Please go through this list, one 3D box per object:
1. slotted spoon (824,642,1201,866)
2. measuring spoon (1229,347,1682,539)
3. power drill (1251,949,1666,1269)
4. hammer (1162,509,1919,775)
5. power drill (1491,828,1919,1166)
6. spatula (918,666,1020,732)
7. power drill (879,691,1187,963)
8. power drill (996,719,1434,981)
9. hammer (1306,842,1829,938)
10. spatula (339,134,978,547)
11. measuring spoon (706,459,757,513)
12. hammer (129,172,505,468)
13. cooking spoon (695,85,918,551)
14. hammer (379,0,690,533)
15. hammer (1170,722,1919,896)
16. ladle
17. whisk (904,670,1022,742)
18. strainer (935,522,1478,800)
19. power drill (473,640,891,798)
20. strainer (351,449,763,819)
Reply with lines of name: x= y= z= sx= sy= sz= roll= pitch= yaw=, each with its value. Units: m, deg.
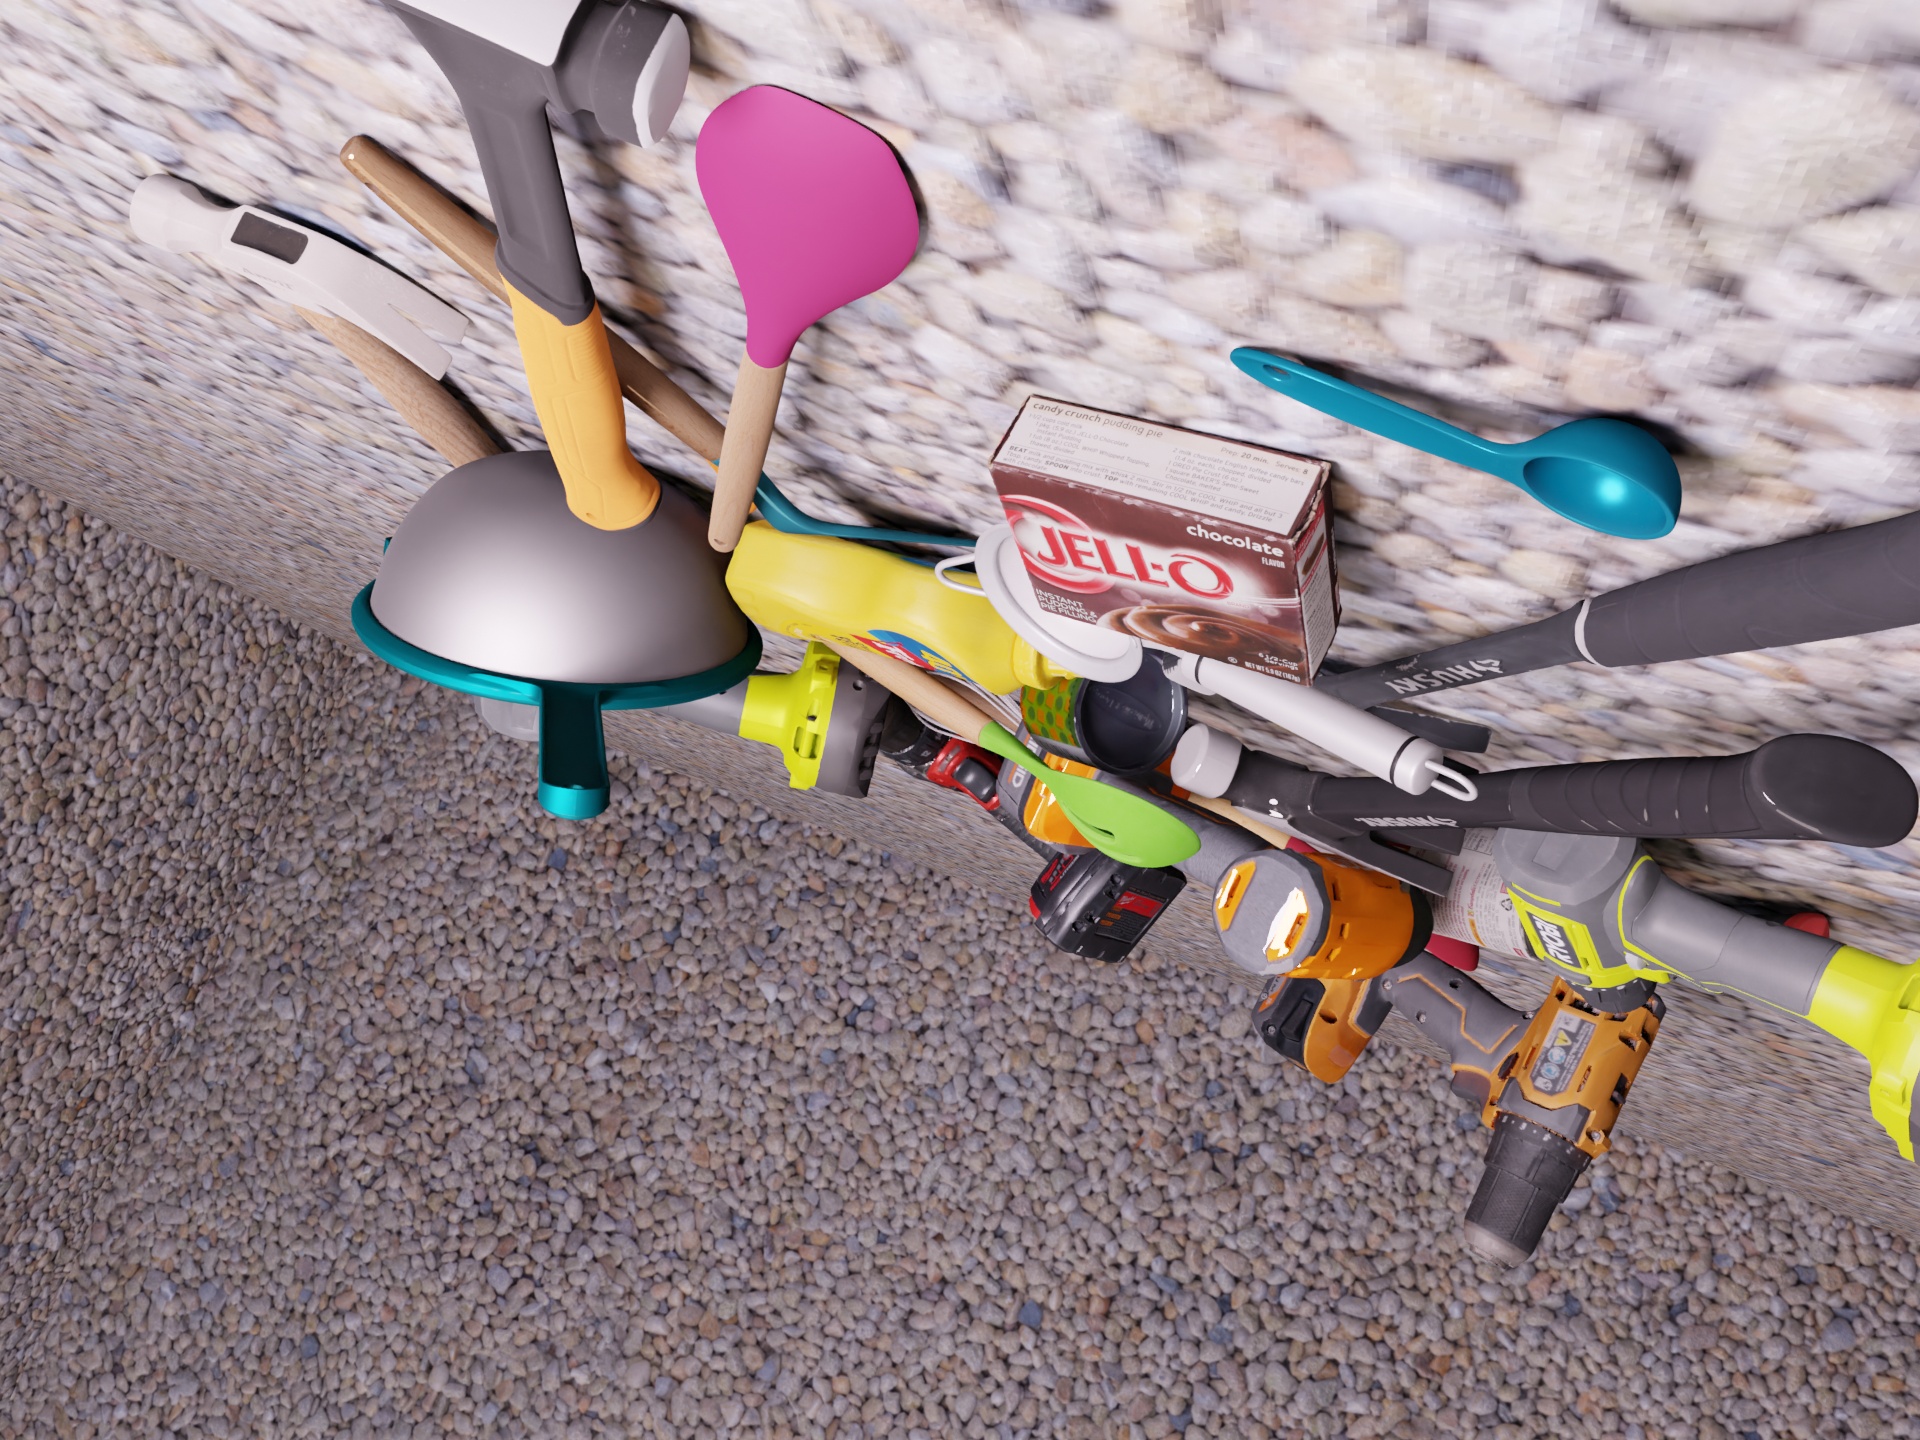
slotted spoon: x=-0.001 y=-0.003 z=0.831 sx=0.314 sy=0.031 sz=0.070 roll=34 pitch=170 yaw=39
measuring spoon: x=0.133 y=-0.084 z=0.429 sx=0.129 sy=0.021 sz=0.042 roll=28 pitch=175 yaw=24
power drill: x=0.296 y=0.215 z=0.992 sx=0.226 sy=0.185 sz=0.084 roll=19 pitch=166 yaw=44
hammer: x=0.205 y=-0.023 z=0.530 sx=0.149 sy=0.036 sz=0.409 roll=23 pitch=171 yaw=-11
power drill: x=0.371 y=0.125 z=0.742 sx=0.229 sy=0.080 sz=0.190 roll=26 pitch=165 yaw=40
spatula: x=-0.052 y=-0.046 z=1.039 sx=0.315 sy=0.018 sz=0.060 roll=27 pitch=166 yaw=-22
power drill: x=0.028 y=0.056 z=1.074 sx=0.227 sy=0.080 sz=0.187 roll=42 pitch=-172 yaw=29
power drill: x=0.146 y=0.068 z=0.868 sx=0.164 sy=0.084 sz=0.227 roll=11 pitch=-164 yaw=-46
hammer: x=0.349 y=0.113 z=0.968 sx=0.143 sy=0.038 sz=0.386 roll=26 pitch=170 yaw=-16
spatula: x=-0.114 y=-0.137 z=0.660 sx=0.082 sy=0.044 sz=0.317 roll=13 pitch=162 yaw=46
measuring spoon: x=-0.118 y=-0.122 z=0.777 sx=0.021 sy=0.011 sz=0.117 roll=21 pitch=171 yaw=8
hammer: x=-0.282 y=-0.170 z=0.825 sx=0.130 sy=0.031 sz=0.331 roll=21 pitch=171 yaw=6
cooking spoon: x=-0.071 y=-0.119 z=0.562 sx=0.068 sy=0.017 sz=0.319 roll=23 pitch=162 yaw=-7
hammer: x=-0.147 y=-0.143 z=0.546 sx=0.127 sy=0.034 sz=0.336 roll=21 pitch=164 yaw=0
hammer: x=0.218 y=0.033 z=0.621 sx=0.146 sy=0.035 sz=0.335 roll=23 pitch=170 yaw=-16
ladle: x=0.185 y=0.067 z=1.006 sx=0.315 sy=0.031 sz=0.069 roll=28 pitch=-163 yaw=23
whisk: x=0.059 y=0.024 z=0.999 sx=0.246 sy=0.059 sz=0.057 roll=33 pitch=139 yaw=-16
strainer: x=0.091 y=-0.027 z=0.621 sx=0.259 sy=0.050 sz=0.086 roll=32 pitch=156 yaw=40
power drill: x=-0.155 y=-0.033 z=0.939 sx=0.223 sy=0.080 sz=0.171 roll=11 pitch=-154 yaw=-7
strainer: x=-0.188 y=-0.063 z=0.770 sx=0.211 sy=0.095 sz=0.341 roll=4 pitch=-159 yaw=-16
